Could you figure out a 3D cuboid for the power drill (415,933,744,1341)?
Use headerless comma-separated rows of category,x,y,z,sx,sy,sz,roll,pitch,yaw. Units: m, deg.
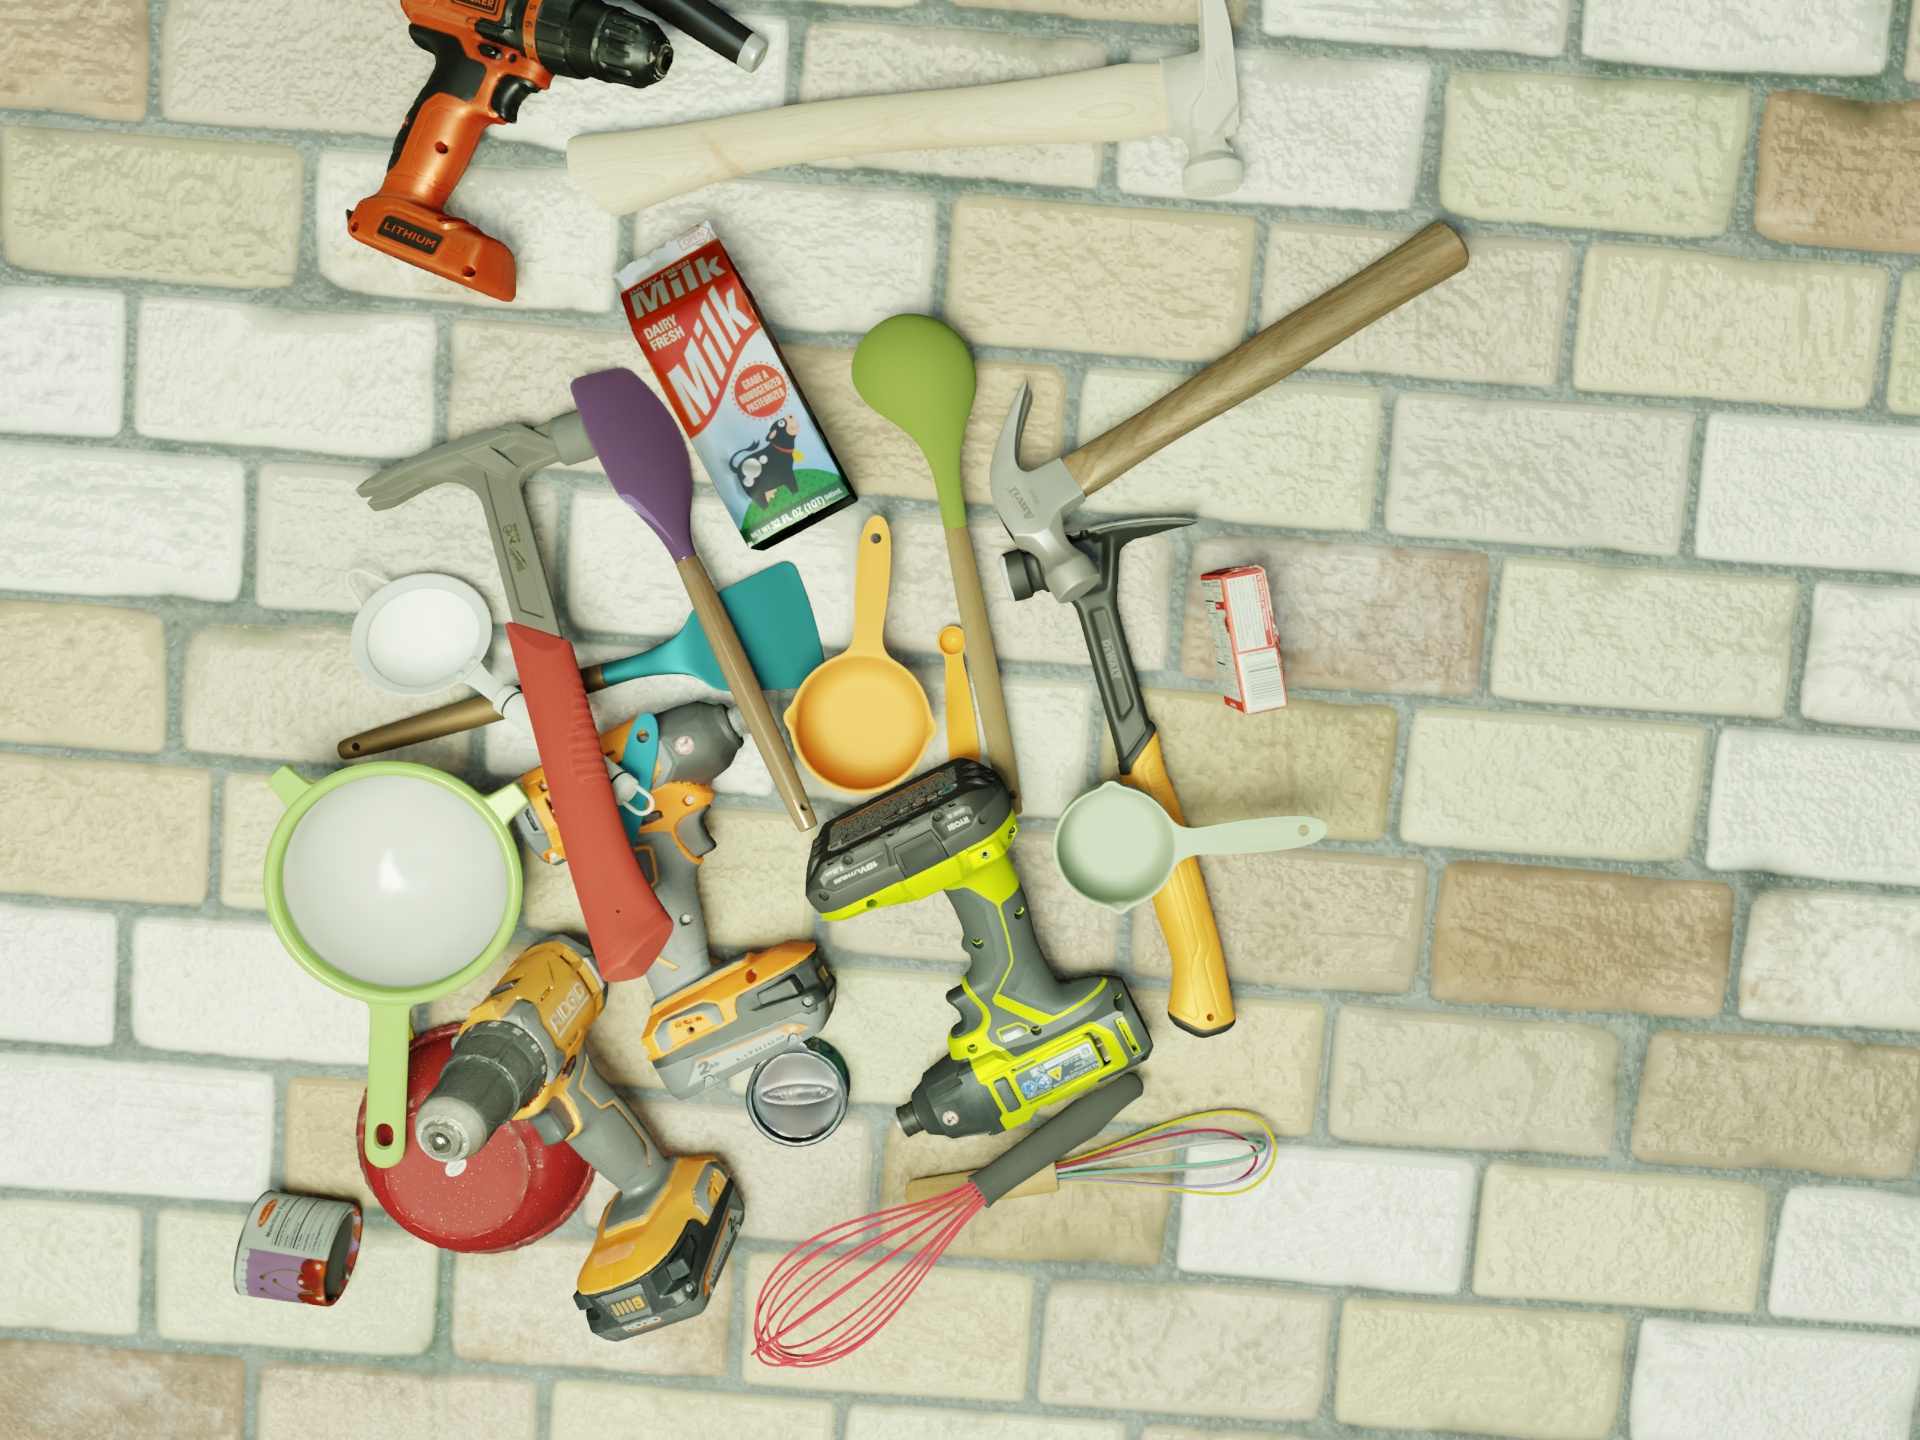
power drill,-0.230,0.263,0.958,0.084,0.185,0.226,-23,104,16

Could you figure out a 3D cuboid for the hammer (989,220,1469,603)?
hammer,0.165,-0.211,0.983,0.331,0.031,0.130,-32,76,-1

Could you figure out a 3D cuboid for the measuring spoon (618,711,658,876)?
measuring spoon,-0.203,0.058,0.958,0.042,0.021,0.128,11,88,4

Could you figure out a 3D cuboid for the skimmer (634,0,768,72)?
skimmer,-0.266,-0.515,0.937,0.363,0.090,0.127,33,63,-5

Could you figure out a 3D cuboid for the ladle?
ladle,-0.003,-0.095,1.000,0.078,0.062,0.320,-16,101,-21

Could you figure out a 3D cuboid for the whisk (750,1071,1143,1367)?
whisk,-0.005,0.306,0.996,0.296,0.073,0.073,-31,95,-16

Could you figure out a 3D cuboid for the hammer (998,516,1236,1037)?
hammer,0.128,0.039,1.018,0.127,0.034,0.337,-15,96,3

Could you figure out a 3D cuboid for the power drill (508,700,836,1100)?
power drill,-0.164,0.103,1.004,0.164,0.084,0.226,-27,91,3

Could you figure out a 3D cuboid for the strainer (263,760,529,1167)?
strainer,-0.347,0.146,0.988,0.151,0.069,0.256,4,100,-6

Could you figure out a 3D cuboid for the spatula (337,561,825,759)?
spatula,-0.248,-0.022,1.021,0.317,0.044,0.082,-15,96,6

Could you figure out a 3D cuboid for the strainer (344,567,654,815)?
strainer,-0.284,-0.014,0.980,0.258,0.050,0.087,34,69,19

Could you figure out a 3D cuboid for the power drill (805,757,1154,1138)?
power drill,0.000,0.153,0.999,0.171,0.080,0.223,-26,105,4

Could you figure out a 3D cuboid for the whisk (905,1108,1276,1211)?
whisk,0.085,0.297,1.040,0.245,0.051,0.047,-10,101,4

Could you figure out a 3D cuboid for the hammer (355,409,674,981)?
hammer,-0.249,-0.016,0.939,0.149,0.036,0.359,-19,69,-2

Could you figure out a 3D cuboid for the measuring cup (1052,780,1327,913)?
measuring cup,0.140,0.072,0.985,0.167,0.038,0.083,-5,97,2

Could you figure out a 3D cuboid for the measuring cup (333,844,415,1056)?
measuring cup,-0.384,0.151,1.040,0.062,0.029,0.156,-13,108,-6

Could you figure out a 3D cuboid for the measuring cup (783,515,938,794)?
measuring cup,-0.058,-0.040,1.005,0.095,0.052,0.173,4,87,0

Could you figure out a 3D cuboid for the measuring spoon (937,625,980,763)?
measuring spoon,-0.002,-0.003,1.027,0.021,0.011,0.117,-9,99,-17

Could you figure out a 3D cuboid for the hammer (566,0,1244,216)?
hammer,-0.037,-0.376,0.977,0.410,0.038,0.146,-6,94,1

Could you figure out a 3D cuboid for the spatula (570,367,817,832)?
spatula,-0.157,-0.077,0.987,0.060,0.018,0.316,-22,85,-33
